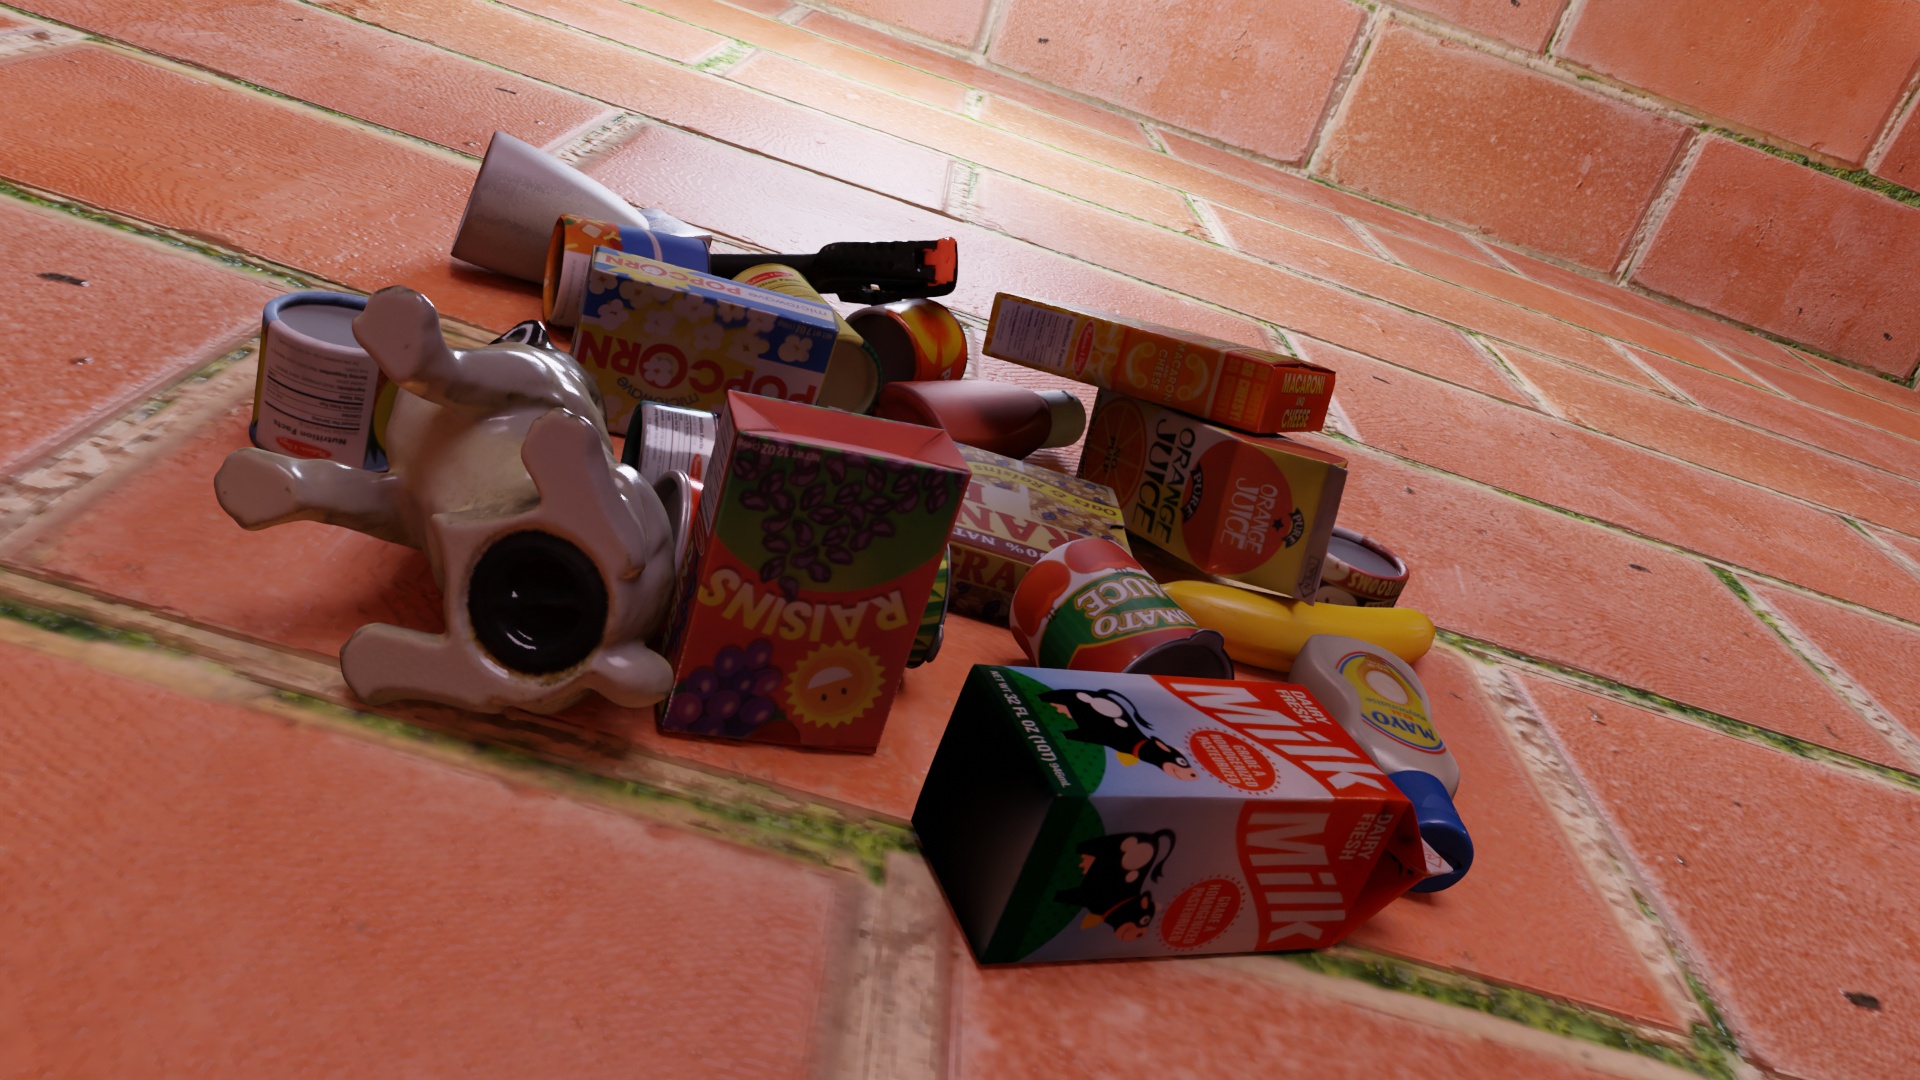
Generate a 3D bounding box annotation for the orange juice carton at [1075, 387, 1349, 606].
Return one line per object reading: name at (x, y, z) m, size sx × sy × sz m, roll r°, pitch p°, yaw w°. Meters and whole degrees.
orange juice carton at (0.142, -0.028, 0.757) m, size 0.073 × 0.071 × 0.193 m, roll 7°, pitch 13°, yaw -26°

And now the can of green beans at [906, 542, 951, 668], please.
can of green beans at (-0.043, 0.018, 0.578) m, size 0.058 × 0.071 × 0.071 m, roll 9°, pitch 27°, yaw -23°

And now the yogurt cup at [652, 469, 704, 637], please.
yogurt cup at (-0.100, 0.010, 0.556) m, size 0.054 × 0.072 × 0.072 m, roll 16°, pitch 23°, yaw -28°

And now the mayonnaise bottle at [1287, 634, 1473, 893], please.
mayonnaise bottle at (0.190, 0.096, 0.621) m, size 0.065 × 0.041 × 0.149 m, roll 19°, pitch 24°, yaw -7°

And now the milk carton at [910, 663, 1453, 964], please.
milk carton at (0.088, 0.098, 0.502) m, size 0.191 × 0.073 × 0.072 m, roll 6°, pitch 27°, yaw -28°

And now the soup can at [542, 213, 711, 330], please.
soup can at (-0.197, -0.153, 0.816) m, size 0.084 × 0.071 × 0.071 m, roll 7°, pitch 27°, yaw -26°

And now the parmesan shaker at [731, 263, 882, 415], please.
parmesan shaker at (-0.098, -0.109, 0.805) m, size 0.071 × 0.071 × 0.103 m, roll 3°, pitch 30°, yaw -34°

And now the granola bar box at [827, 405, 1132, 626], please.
granola bar box at (0.002, -0.009, 0.700) m, size 0.166 × 0.039 × 0.125 m, roll 16°, pitch 25°, yaw -8°

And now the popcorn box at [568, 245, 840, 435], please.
popcorn box at (-0.134, -0.091, 0.713) m, size 0.127 × 0.084 × 0.038 m, roll 12°, pitch 26°, yaw -17°

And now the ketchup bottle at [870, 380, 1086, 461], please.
ketchup bottle at (0.018, -0.071, 0.835) m, size 0.149 × 0.043 × 0.065 m, roll -9°, pitch 44°, yaw -48°

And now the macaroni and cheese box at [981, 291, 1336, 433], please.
macaroni and cheese box at (0.115, -0.101, 0.788) m, size 0.166 × 0.040 × 0.124 m, roll 19°, pitch 14°, yaw 27°

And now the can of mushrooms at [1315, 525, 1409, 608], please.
can of mushrooms at (0.228, 0.021, 0.816) m, size 0.071 × 0.033 × 0.071 m, roll 17°, pitch 24°, yaw -8°

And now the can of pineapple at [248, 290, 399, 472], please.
can of pineapple at (-0.267, -0.070, 0.601) m, size 0.071 × 0.057 × 0.071 m, roll 16°, pitch 24°, yaw -7°

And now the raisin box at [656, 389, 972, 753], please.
raisin box at (-0.056, 0.015, 0.506) m, size 0.086 × 0.122 × 0.040 m, roll 9°, pitch 26°, yaw -22°

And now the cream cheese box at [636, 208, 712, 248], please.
cream cheese box at (-0.224, -0.207, 0.959) m, size 0.053 × 0.024 × 0.104 m, roll 28°, pitch 26°, yaw 16°

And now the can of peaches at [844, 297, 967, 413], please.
can of peaches at (-0.037, -0.112, 0.856) m, size 0.071 × 0.071 × 0.058 m, roll 30°, pitch 26°, yaw 20°

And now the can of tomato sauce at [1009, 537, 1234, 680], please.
can of tomato sauce at (0.068, 0.045, 0.600) m, size 0.071 × 0.071 × 0.083 m, roll 5°, pitch 28°, yaw -31°

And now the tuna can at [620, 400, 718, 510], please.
tuna can at (-0.130, -0.026, 0.609) m, size 0.033 × 0.070 × 0.071 m, roll 9°, pitch 26°, yaw -21°
